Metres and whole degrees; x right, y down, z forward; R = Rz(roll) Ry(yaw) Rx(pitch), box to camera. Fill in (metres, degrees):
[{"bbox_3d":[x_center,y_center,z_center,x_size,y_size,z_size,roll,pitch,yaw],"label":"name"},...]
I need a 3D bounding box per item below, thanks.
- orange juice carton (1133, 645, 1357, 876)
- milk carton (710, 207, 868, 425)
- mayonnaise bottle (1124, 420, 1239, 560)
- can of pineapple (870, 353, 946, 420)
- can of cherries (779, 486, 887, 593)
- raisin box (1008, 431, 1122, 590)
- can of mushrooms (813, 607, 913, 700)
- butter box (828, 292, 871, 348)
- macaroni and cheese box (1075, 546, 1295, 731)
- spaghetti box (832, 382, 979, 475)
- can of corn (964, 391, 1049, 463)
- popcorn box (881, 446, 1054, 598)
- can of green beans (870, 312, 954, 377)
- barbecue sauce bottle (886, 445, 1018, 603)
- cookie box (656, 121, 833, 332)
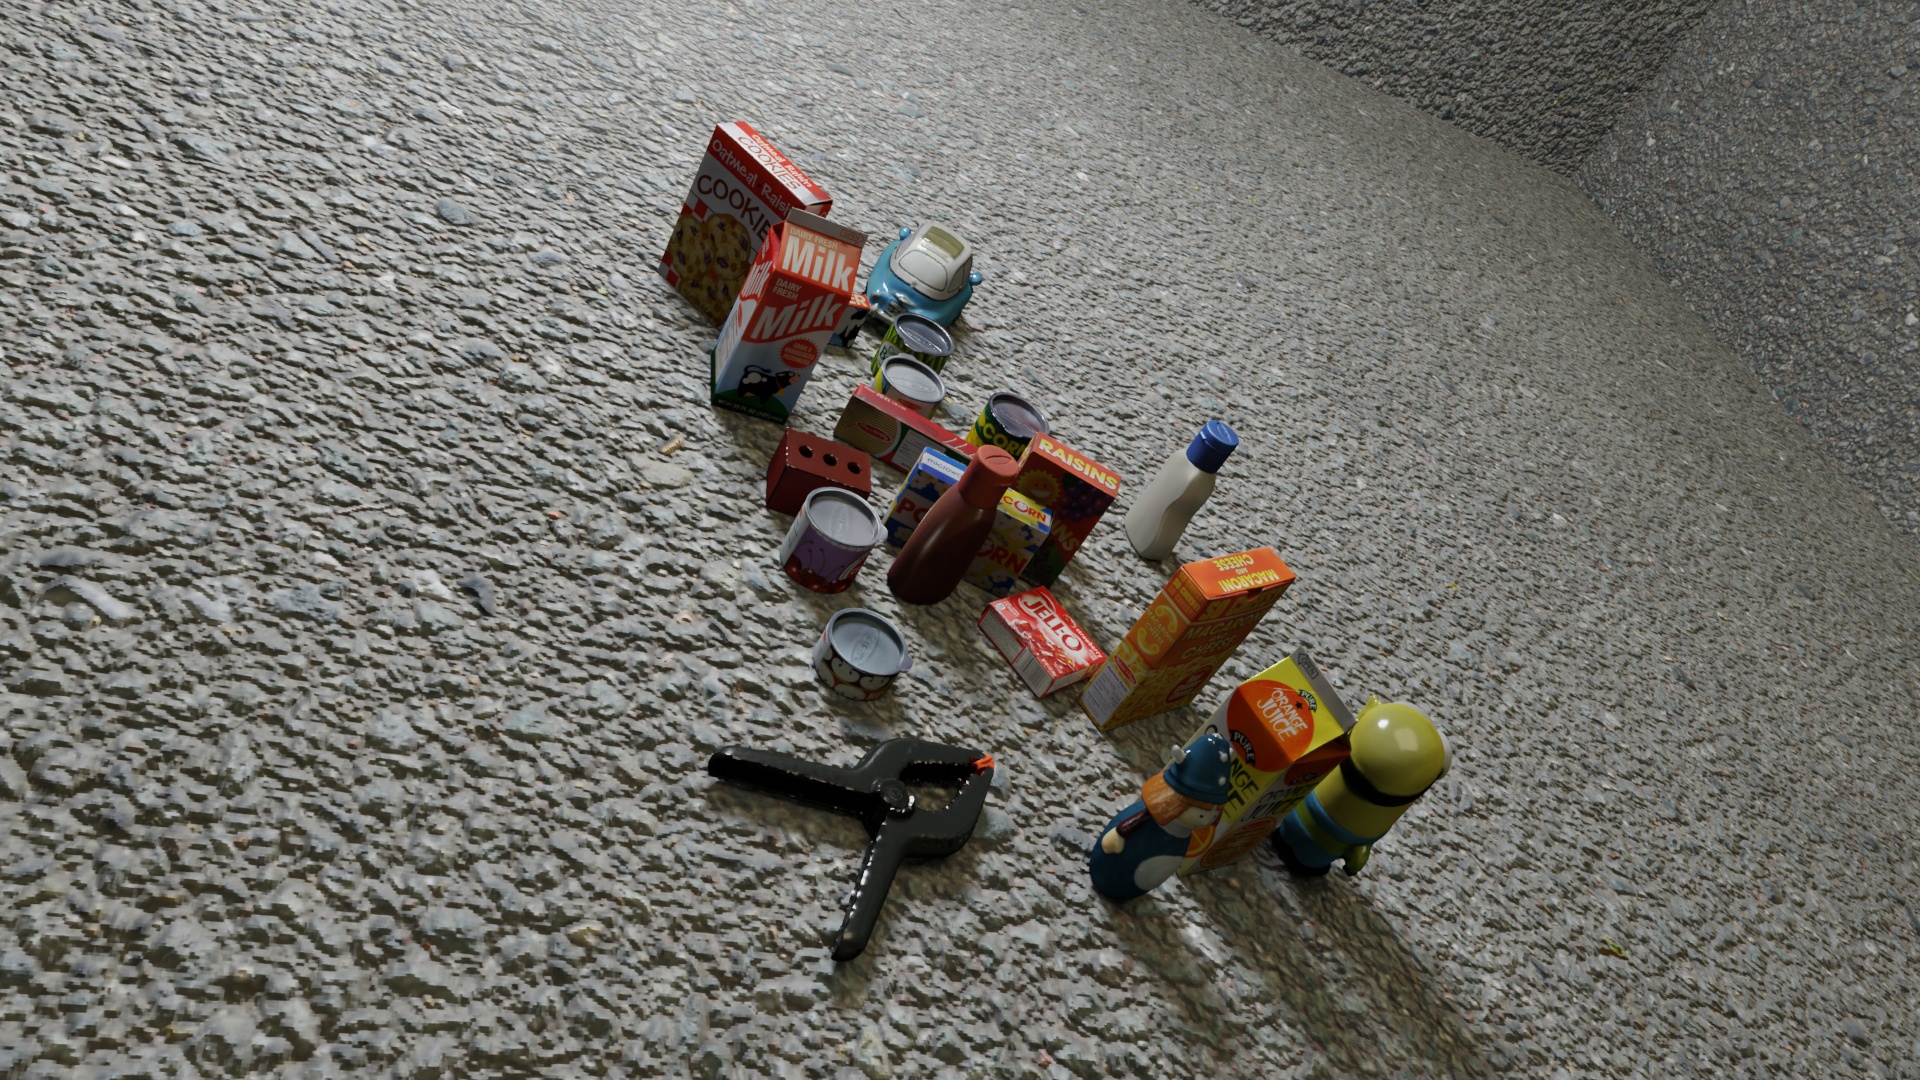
[{"bbox_3d":[0.221,0.167,1.047,0.073,0.191,0.072,-2,48,-39],"label":"orange juice carton"},{"bbox_3d":[-0.150,-0.199,1.200,0.072,0.189,0.074,15,39,-23],"label":"milk carton"},{"bbox_3d":[0.213,-0.050,1.339,0.041,0.147,0.065,12,40,-27],"label":"mayonnaise bottle"},{"bbox_3d":[-0.055,-0.132,1.308,0.071,0.057,0.071,21,37,-16],"label":"can of pineapple"},{"bbox_3d":[-0.102,0.002,1.111,0.071,0.058,0.072,21,37,-16],"label":"can of cherries"},{"bbox_3d":[0.073,-0.024,1.221,0.086,0.122,0.040,29,35,-5],"label":"raisin box"},{"bbox_3d":[-0.074,0.087,1.051,0.071,0.033,0.071,21,37,-16],"label":"can of mushrooms"},{"bbox_3d":[-0.144,-0.223,1.352,0.103,0.053,0.024,9,41,-30],"label":"butter box"},{"bbox_3d":[0.186,0.082,1.144,0.124,0.165,0.040,-9,52,-44],"label":"macaroni and cheese box"},{"bbox_3d":[0.004,-0.061,1.276,0.250,0.050,0.029,28,35,-6],"label":"spaghetti box"},{"bbox_3d":[0.043,-0.099,1.344,0.071,0.058,0.071,21,37,-16],"label":"can of corn"},{"bbox_3d":[0.004,-0.015,1.190,0.127,0.084,0.038,27,35,-9],"label":"popcorn box"},{"bbox_3d":[-0.048,-0.183,1.374,0.071,0.057,0.071,21,37,-16],"label":"can of green beans"},{"bbox_3d":[-0.003,-0.012,1.126,0.065,0.147,0.044,-6,50,-42],"label":"barbecue sauce bottle"},{"bbox_3d":[-0.200,-0.280,1.278,0.123,0.166,0.040,44,36,15],"label":"cookie box"}]
